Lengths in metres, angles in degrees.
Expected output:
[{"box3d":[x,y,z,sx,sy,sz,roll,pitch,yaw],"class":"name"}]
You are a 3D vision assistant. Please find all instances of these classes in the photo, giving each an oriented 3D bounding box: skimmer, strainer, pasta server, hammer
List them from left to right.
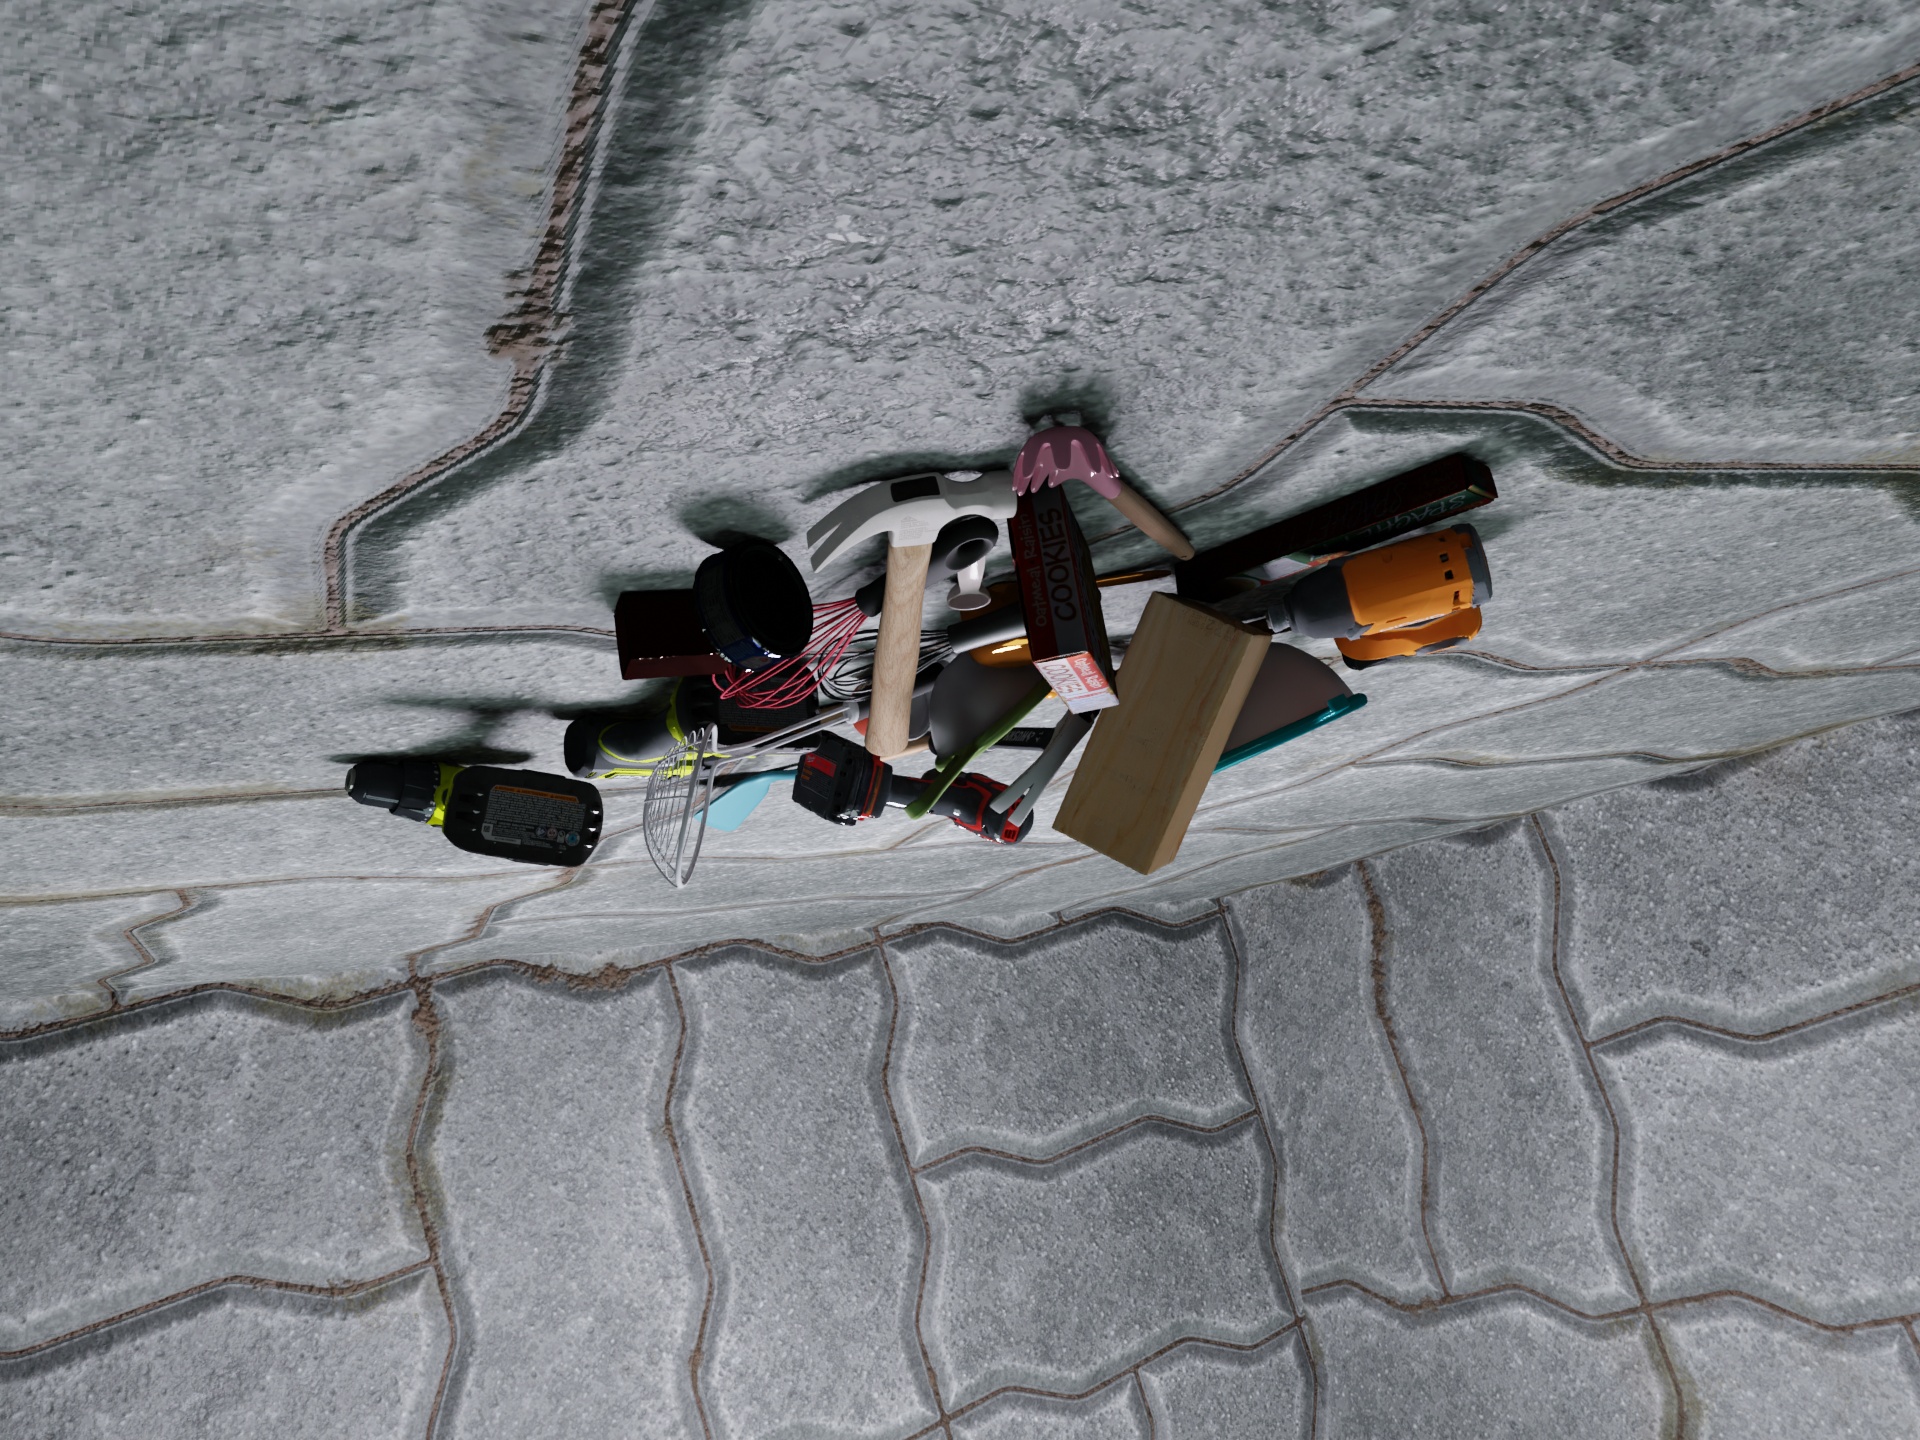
[{"box3d":[-0.115,0.025,1.302,0.363,0.090,0.127,-24,137,-42],"class":"skimmer"},{"box3d":[-0.046,-0.064,1.130,0.130,0.031,0.331,-7,151,-11],"class":"hammer"},{"box3d":[-0.002,-0.004,1.324,0.151,0.069,0.256,-36,-172,36],"class":"strainer"},{"box3d":[0.033,0.021,1.476,0.036,0.149,0.409,37,170,-12],"class":"hammer"},{"box3d":[0.110,-0.142,1.067,0.060,0.040,0.316,-8,169,22],"class":"pasta server"},{"box3d":[0.263,-0.018,1.467,0.211,0.095,0.340,-26,177,18],"class":"strainer"}]

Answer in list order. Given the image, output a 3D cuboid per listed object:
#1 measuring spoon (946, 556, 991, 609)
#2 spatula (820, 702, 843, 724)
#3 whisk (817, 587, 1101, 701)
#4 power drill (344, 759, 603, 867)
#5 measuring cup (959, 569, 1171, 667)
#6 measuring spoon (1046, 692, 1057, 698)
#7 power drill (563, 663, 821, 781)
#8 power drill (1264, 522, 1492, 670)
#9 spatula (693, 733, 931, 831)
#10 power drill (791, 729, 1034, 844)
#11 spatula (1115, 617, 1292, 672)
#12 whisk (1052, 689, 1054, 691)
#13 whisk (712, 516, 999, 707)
[{"box3d":[0.007,-0.114,1.182,0.034,0.018,0.124,-5,160,-3],"class":"measuring spoon"},{"box3d":[-0.136,-0.004,1.540,0.316,0.018,0.059,-12,166,18],"class":"spatula"},{"box3d":[-0.004,-0.065,1.230,0.239,0.055,0.055,-16,165,16],"class":"whisk"},{"box3d":[-0.443,0.076,1.454,0.190,0.080,0.229,13,176,-34],"class":"power drill"},{"box3d":[0.086,-0.082,1.270,0.173,0.052,0.095,-10,167,14],"class":"measuring cup"},{"box3d":[0.056,-0.037,1.506,0.021,0.011,0.116,-39,146,29],"class":"measuring spoon"},{"box3d":[-0.228,0.009,1.419,0.171,0.080,0.223,3,166,-39],"class":"power drill"},{"box3d":[0.333,-0.093,1.260,0.164,0.084,0.226,-15,173,17],"class":"power drill"},{"box3d":[-0.145,0.062,1.762,0.317,0.044,0.082,-15,158,21],"class":"spatula"},{"box3d":[-0.057,0.069,1.646,0.226,0.080,0.188,13,-176,-30],"class":"power drill"},{"box3d":[0.277,-0.076,1.453,0.322,0.041,0.081,-14,165,17],"class":"spatula"},{"box3d":[0.114,-0.037,1.527,0.244,0.051,0.047,11,116,-43],"class":"whisk"},{"box3d":[-0.082,-0.079,1.176,0.296,0.073,0.073,-28,158,37],"class":"whisk"}]
